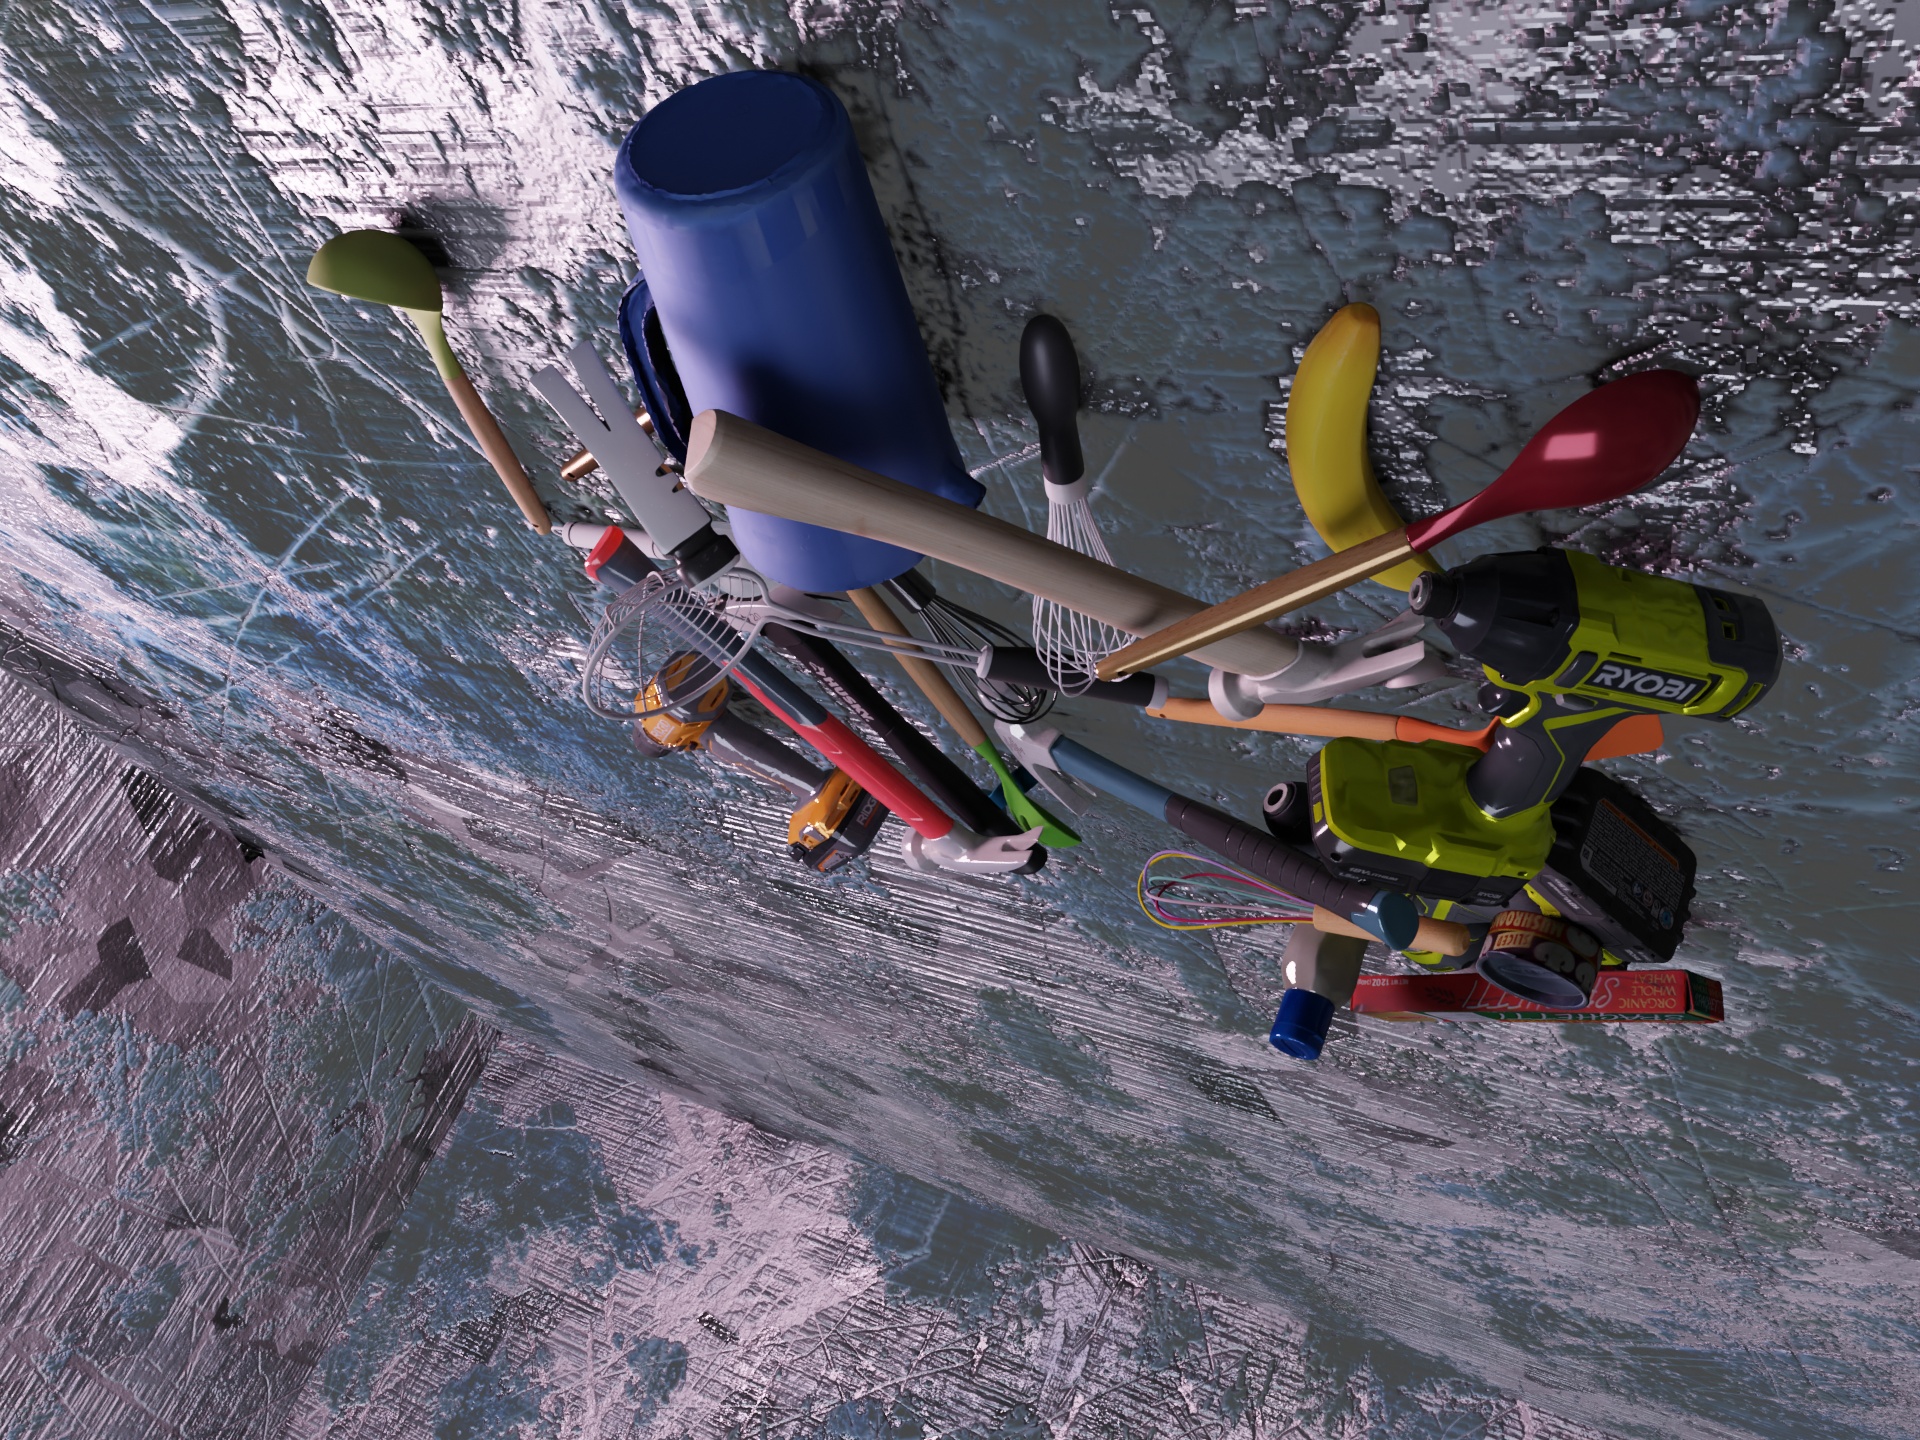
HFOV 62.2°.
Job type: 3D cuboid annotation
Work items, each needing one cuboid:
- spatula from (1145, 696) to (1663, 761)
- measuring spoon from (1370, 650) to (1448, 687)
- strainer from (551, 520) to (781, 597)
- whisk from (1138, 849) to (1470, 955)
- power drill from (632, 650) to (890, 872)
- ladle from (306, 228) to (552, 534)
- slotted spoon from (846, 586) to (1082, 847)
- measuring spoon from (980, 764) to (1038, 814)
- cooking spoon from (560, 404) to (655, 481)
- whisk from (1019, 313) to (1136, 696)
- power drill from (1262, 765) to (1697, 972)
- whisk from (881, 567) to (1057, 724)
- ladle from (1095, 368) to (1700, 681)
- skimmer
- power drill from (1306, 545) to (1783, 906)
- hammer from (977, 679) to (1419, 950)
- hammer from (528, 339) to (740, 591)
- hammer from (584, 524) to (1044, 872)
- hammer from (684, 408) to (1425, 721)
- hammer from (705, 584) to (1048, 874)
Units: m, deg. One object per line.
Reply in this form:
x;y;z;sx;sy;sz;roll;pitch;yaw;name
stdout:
0.247;-0.005;0.956;0.323;0.041;0.080;6;150;44;spatula
0.228;-0.029;0.927;0.124;0.034;0.018;-3;104;54;measuring spoon
-0.203;-0.120;1.129;0.258;0.050;0.086;11;166;35;strainer
0.222;0.130;1.067;0.245;0.047;0.051;7;145;41;whisk
-0.182;0.039;1.375;0.226;0.084;0.185;35;154;-10;power drill
-0.337;-0.207;1.064;0.078;0.062;0.319;19;157;15;ladle
-0.002;-0.004;1.156;0.313;0.031;0.070;52;175;-33;slotted spoon
0.039;0.052;1.271;0.042;0.021;0.128;33;145;-9;measuring spoon
-0.178;-0.195;0.981;0.068;0.017;0.319;38;151;-25;cooking spoon
0.061;-0.109;0.882;0.070;0.070;0.284;15;148;21;whisk
0.320;0.091;1.011;0.190;0.080;0.228;36;156;-22;power drill
-0.023;-0.081;1.033;0.238;0.055;0.055;43;150;-24;whisk
0.188;-0.076;0.744;0.315;0.031;0.069;-24;143;37;ladle
-0.044;-0.025;0.985;0.363;0.090;0.127;10;140;-10;skimmer
0.271;0.002;0.805;0.171;0.080;0.223;11;143;-9;power drill
0.154;0.065;1.067;0.331;0.033;0.128;28;161;36;hammer
-0.179;-0.139;0.910;0.127;0.034;0.337;54;176;-11;hammer
-0.106;-0.007;1.145;0.386;0.038;0.143;42;151;-28;hammer
0.055;-0.078;0.807;0.410;0.038;0.146;17;158;-33;hammer
-0.042;0.011;1.211;0.146;0.035;0.334;-7;136;49;hammer
